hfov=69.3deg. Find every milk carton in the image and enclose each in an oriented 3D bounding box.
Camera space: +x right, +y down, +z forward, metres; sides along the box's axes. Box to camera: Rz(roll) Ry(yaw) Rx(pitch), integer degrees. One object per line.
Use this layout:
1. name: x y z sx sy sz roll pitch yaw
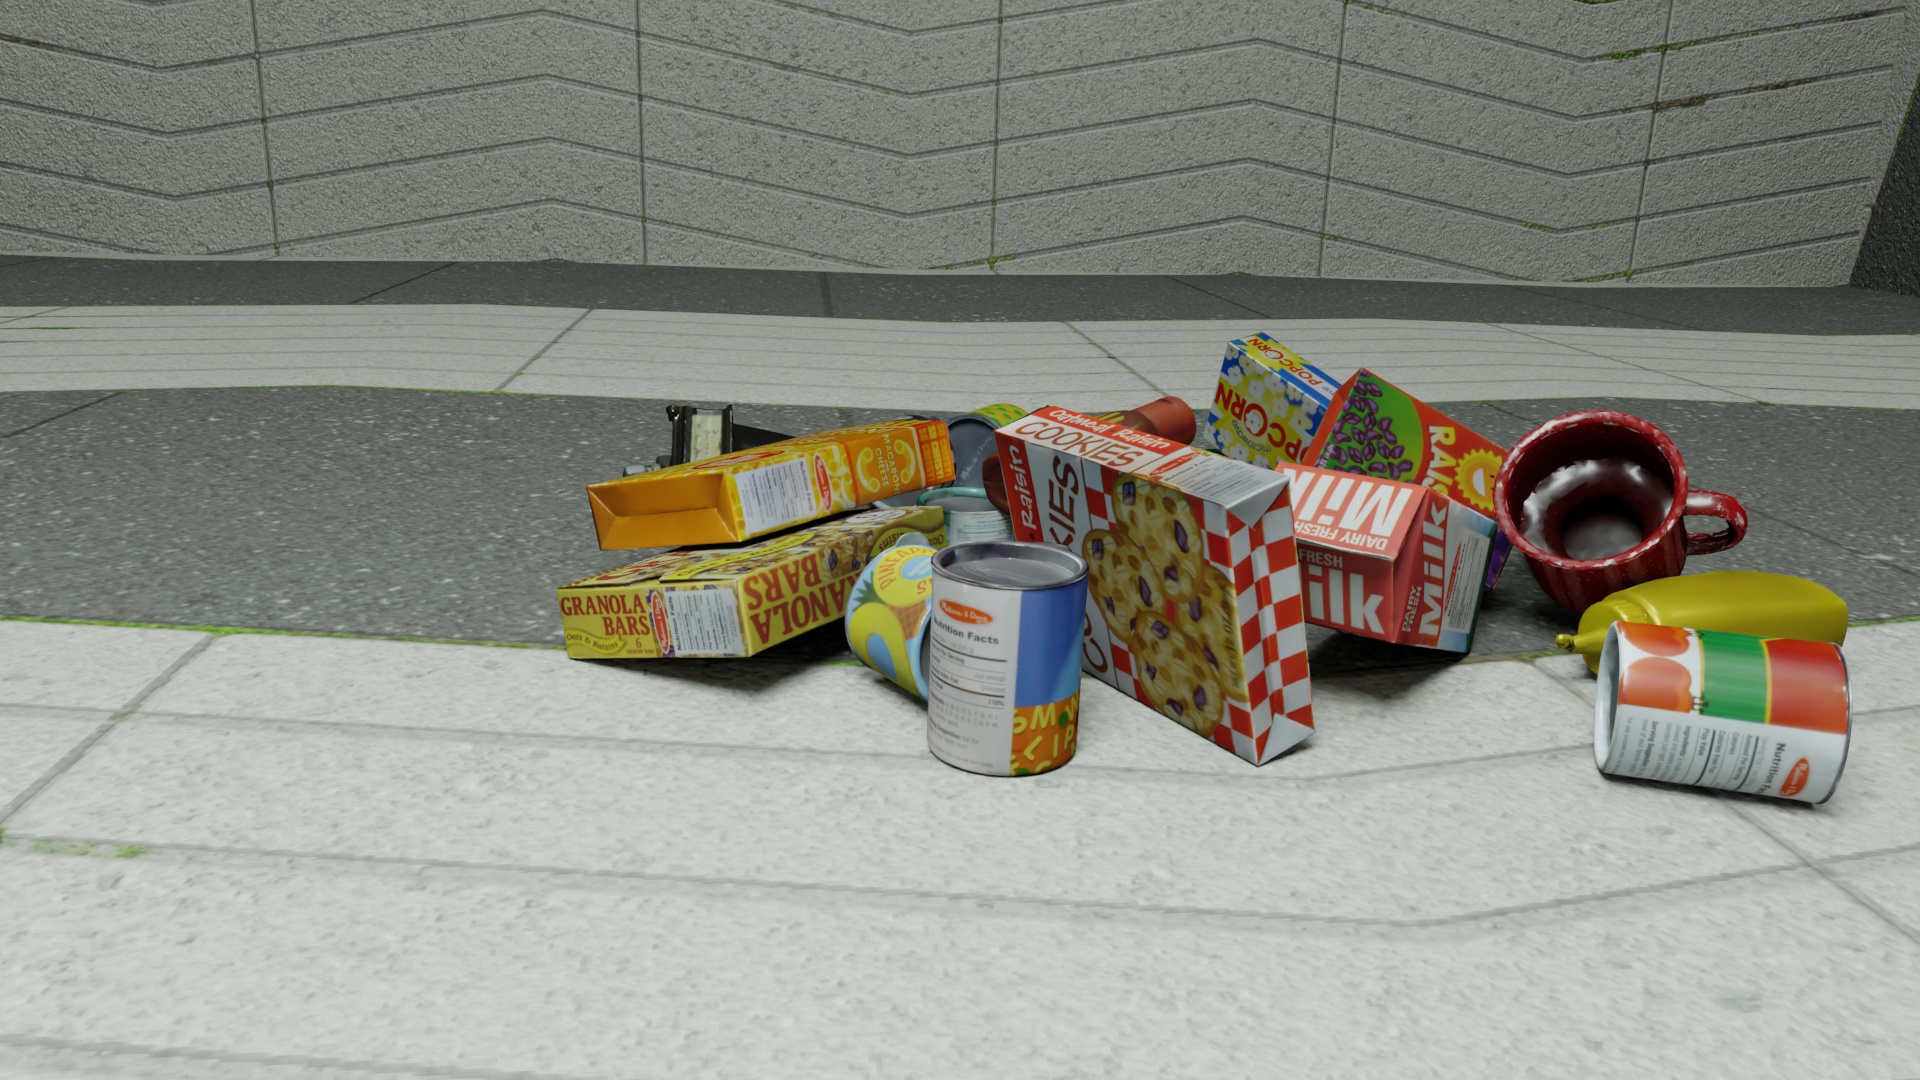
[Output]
1. milk carton: 0.196 0.009 0.668 0.072 0.073 0.191 13 1 32

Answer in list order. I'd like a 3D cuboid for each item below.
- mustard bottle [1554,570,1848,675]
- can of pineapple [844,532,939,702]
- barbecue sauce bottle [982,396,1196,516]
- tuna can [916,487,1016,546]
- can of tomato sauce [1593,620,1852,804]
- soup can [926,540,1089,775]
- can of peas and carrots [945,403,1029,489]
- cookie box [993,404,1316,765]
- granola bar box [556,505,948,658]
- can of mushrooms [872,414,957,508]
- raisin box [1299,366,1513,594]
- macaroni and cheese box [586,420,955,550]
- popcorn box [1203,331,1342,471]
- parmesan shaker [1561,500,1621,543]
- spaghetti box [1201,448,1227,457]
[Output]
1. mustard bottle: 0.363 0.046 0.698 0.160 0.048 0.065 -4 16 -16
2. can of pineapple: -0.012 0.038 0.648 0.071 0.070 0.058 -10 20 -35
3. barbecue sauce bottle: 0.087 -0.055 0.873 0.149 0.043 0.065 -22 23 -36
4. tuna can: 0.003 -0.011 0.883 0.071 0.032 0.071 2 17 0
5. can of tomato sauce: 0.315 0.069 0.580 0.083 0.071 0.071 6 17 17
6. soup can: 0.021 0.048 0.593 0.071 0.083 0.071 2 16 0
7. can of peas and carrots: 0.023 -0.062 1.005 0.071 0.070 0.059 10 17 25
8. cookie box: 0.086 0.014 0.640 0.040 0.122 0.167 -24 26 -25
9. granola bar box: -0.102 0.019 0.714 0.124 0.039 0.166 -4 11 34
10. can of mushrooms: -0.037 -0.054 0.958 0.071 0.070 0.033 11 20 29
11. raisin box: 0.262 -0.032 0.804 0.123 0.086 0.040 30 -20 0
12. macaroni and cheese box: -0.103 -0.033 0.783 0.123 0.040 0.167 -3 11 42
13. popcorn box: 0.234 -0.080 0.983 0.038 0.084 0.127 -17 44 -30
14. parmesan shaker: 0.381 -0.007 0.851 0.071 0.071 0.103 3 16 6
15. spaghetti box: 0.196 -0.050 1.045 0.250 0.028 0.050 -3 18 -14
